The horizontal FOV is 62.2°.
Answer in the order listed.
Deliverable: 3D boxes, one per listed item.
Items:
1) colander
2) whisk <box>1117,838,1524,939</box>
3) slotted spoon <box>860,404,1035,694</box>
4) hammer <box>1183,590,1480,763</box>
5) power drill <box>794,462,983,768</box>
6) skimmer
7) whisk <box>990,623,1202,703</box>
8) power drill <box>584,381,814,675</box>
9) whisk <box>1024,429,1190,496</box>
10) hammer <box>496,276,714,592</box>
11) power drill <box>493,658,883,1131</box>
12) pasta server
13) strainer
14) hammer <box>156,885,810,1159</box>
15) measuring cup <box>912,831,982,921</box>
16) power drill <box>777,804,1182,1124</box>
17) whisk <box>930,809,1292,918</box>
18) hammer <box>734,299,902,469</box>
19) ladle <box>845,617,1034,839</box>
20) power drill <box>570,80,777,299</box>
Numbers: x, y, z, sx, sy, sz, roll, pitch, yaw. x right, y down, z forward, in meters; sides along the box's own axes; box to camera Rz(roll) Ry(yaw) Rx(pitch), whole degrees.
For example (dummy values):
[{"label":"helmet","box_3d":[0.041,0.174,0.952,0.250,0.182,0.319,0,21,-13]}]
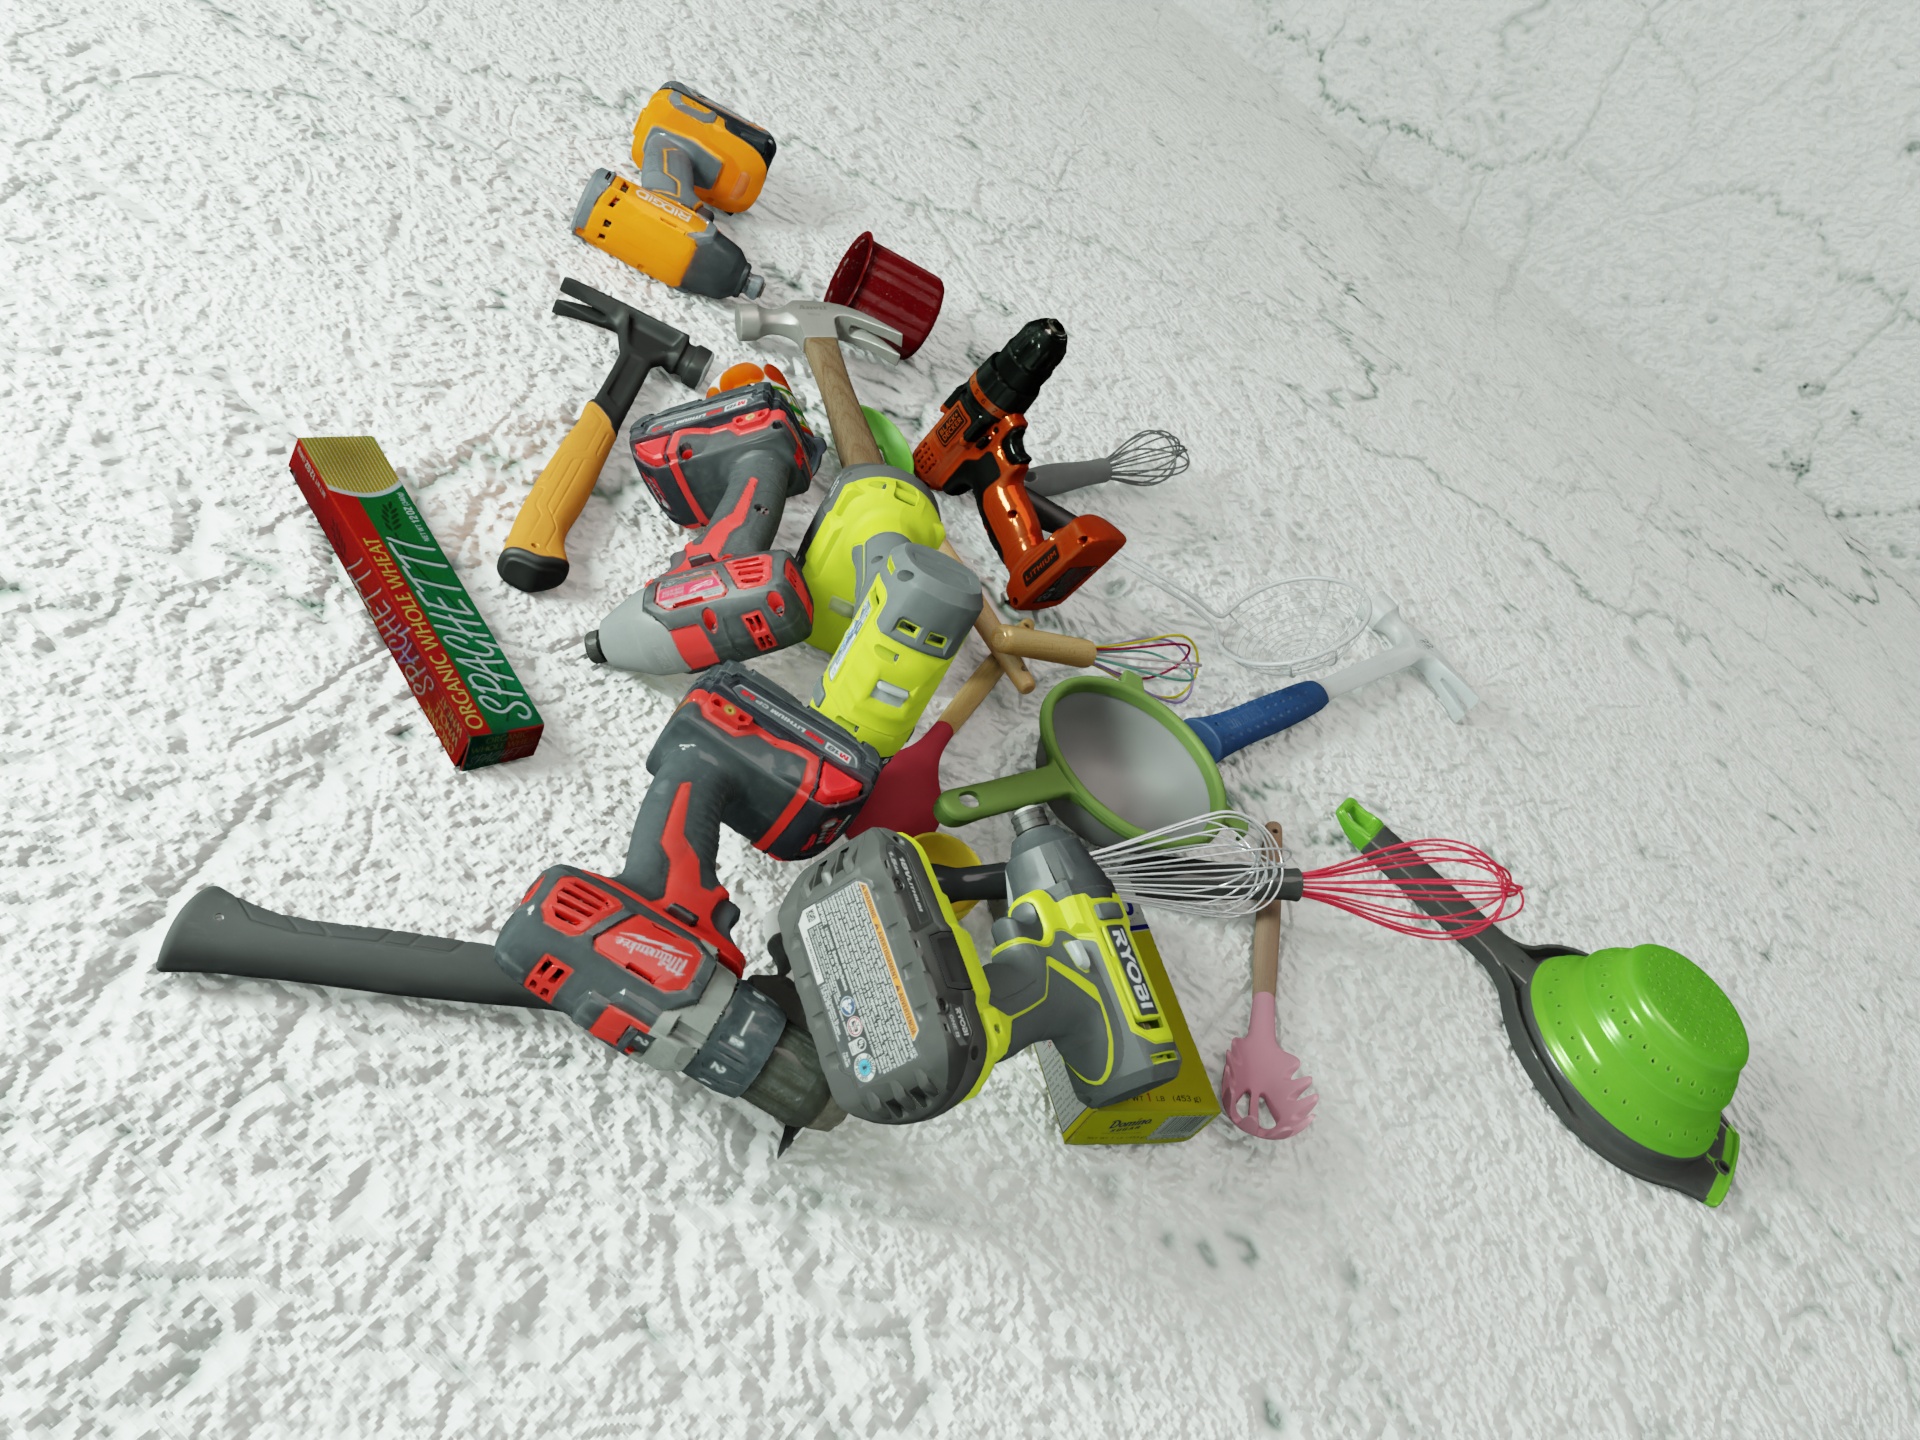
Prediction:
[{"label":"colander","box_3d":[0.459,0.181,1.211,0.397,0.094,0.204,44,38,11]},{"label":"whisk","box_3d":[0.253,0.115,1.109,0.295,0.073,0.073,3,44,-9]},{"label":"slotted spoon","box_3d":[-0.020,-0.135,1.225,0.070,0.031,0.314,-2,48,-37]},{"label":"hammer","box_3d":[0.317,-0.022,1.372,0.405,0.035,0.144,-19,62,-47]},{"label":"power drill","box_3d":[-0.064,-0.052,1.012,0.080,0.190,0.229,22,25,-19]},{"label":"skimmer","box_3d":[0.160,-0.147,1.316,0.363,0.090,0.127,31,48,4]},{"label":"whisk","box_3d":[0.109,-0.052,1.208,0.244,0.047,0.051,7,38,-47]},{"label":"power drill","box_3d":[-0.166,-0.117,1.034,0.220,0.143,0.078,-93,165,-45]},{"label":"whisk","box_3d":[0.127,-0.230,1.444,0.239,0.055,0.055,-18,62,-42]},{"label":"hammer","box_3d":[-0.266,-0.202,1.117,0.127,0.034,0.337,25,38,-15]},{"label":"power drill","box_3d":[-0.113,0.092,0.827,0.188,0.080,0.227,33,39,-9]},{"label":"pasta server","box_3d":[0.210,0.165,1.083,0.060,0.040,0.316,18,37,1]},{"label":"strainer","box_3d":[0.068,0.053,1.070,0.256,0.069,0.152,-11,58,-43]},{"label":"hammer","box_3d":[-0.215,0.134,0.791,0.334,0.035,0.146,13,41,-27]},{"label":"measuring cup","box_3d":[-0.022,0.138,0.951,0.062,0.029,0.157,20,51,-13]},{"label":"power drill","box_3d":[0.016,0.122,0.828,0.223,0.080,0.171,7,56,-53]},{"label":"whisk","box_3d":[0.071,0.095,0.968,0.284,0.070,0.070,-2,49,-17]},{"label":"hammer","box_3d":[-0.083,-0.224,1.242,0.130,0.031,0.332,-6,50,-18]},{"label":"ladle","box_3d":[-0.002,-0.004,1.114,0.069,0.031,0.315,36,35,2]},{"label":"power drill","box_3d":[-0.230,-0.452,1.384,0.164,0.084,0.227,25,42,-15]}]
